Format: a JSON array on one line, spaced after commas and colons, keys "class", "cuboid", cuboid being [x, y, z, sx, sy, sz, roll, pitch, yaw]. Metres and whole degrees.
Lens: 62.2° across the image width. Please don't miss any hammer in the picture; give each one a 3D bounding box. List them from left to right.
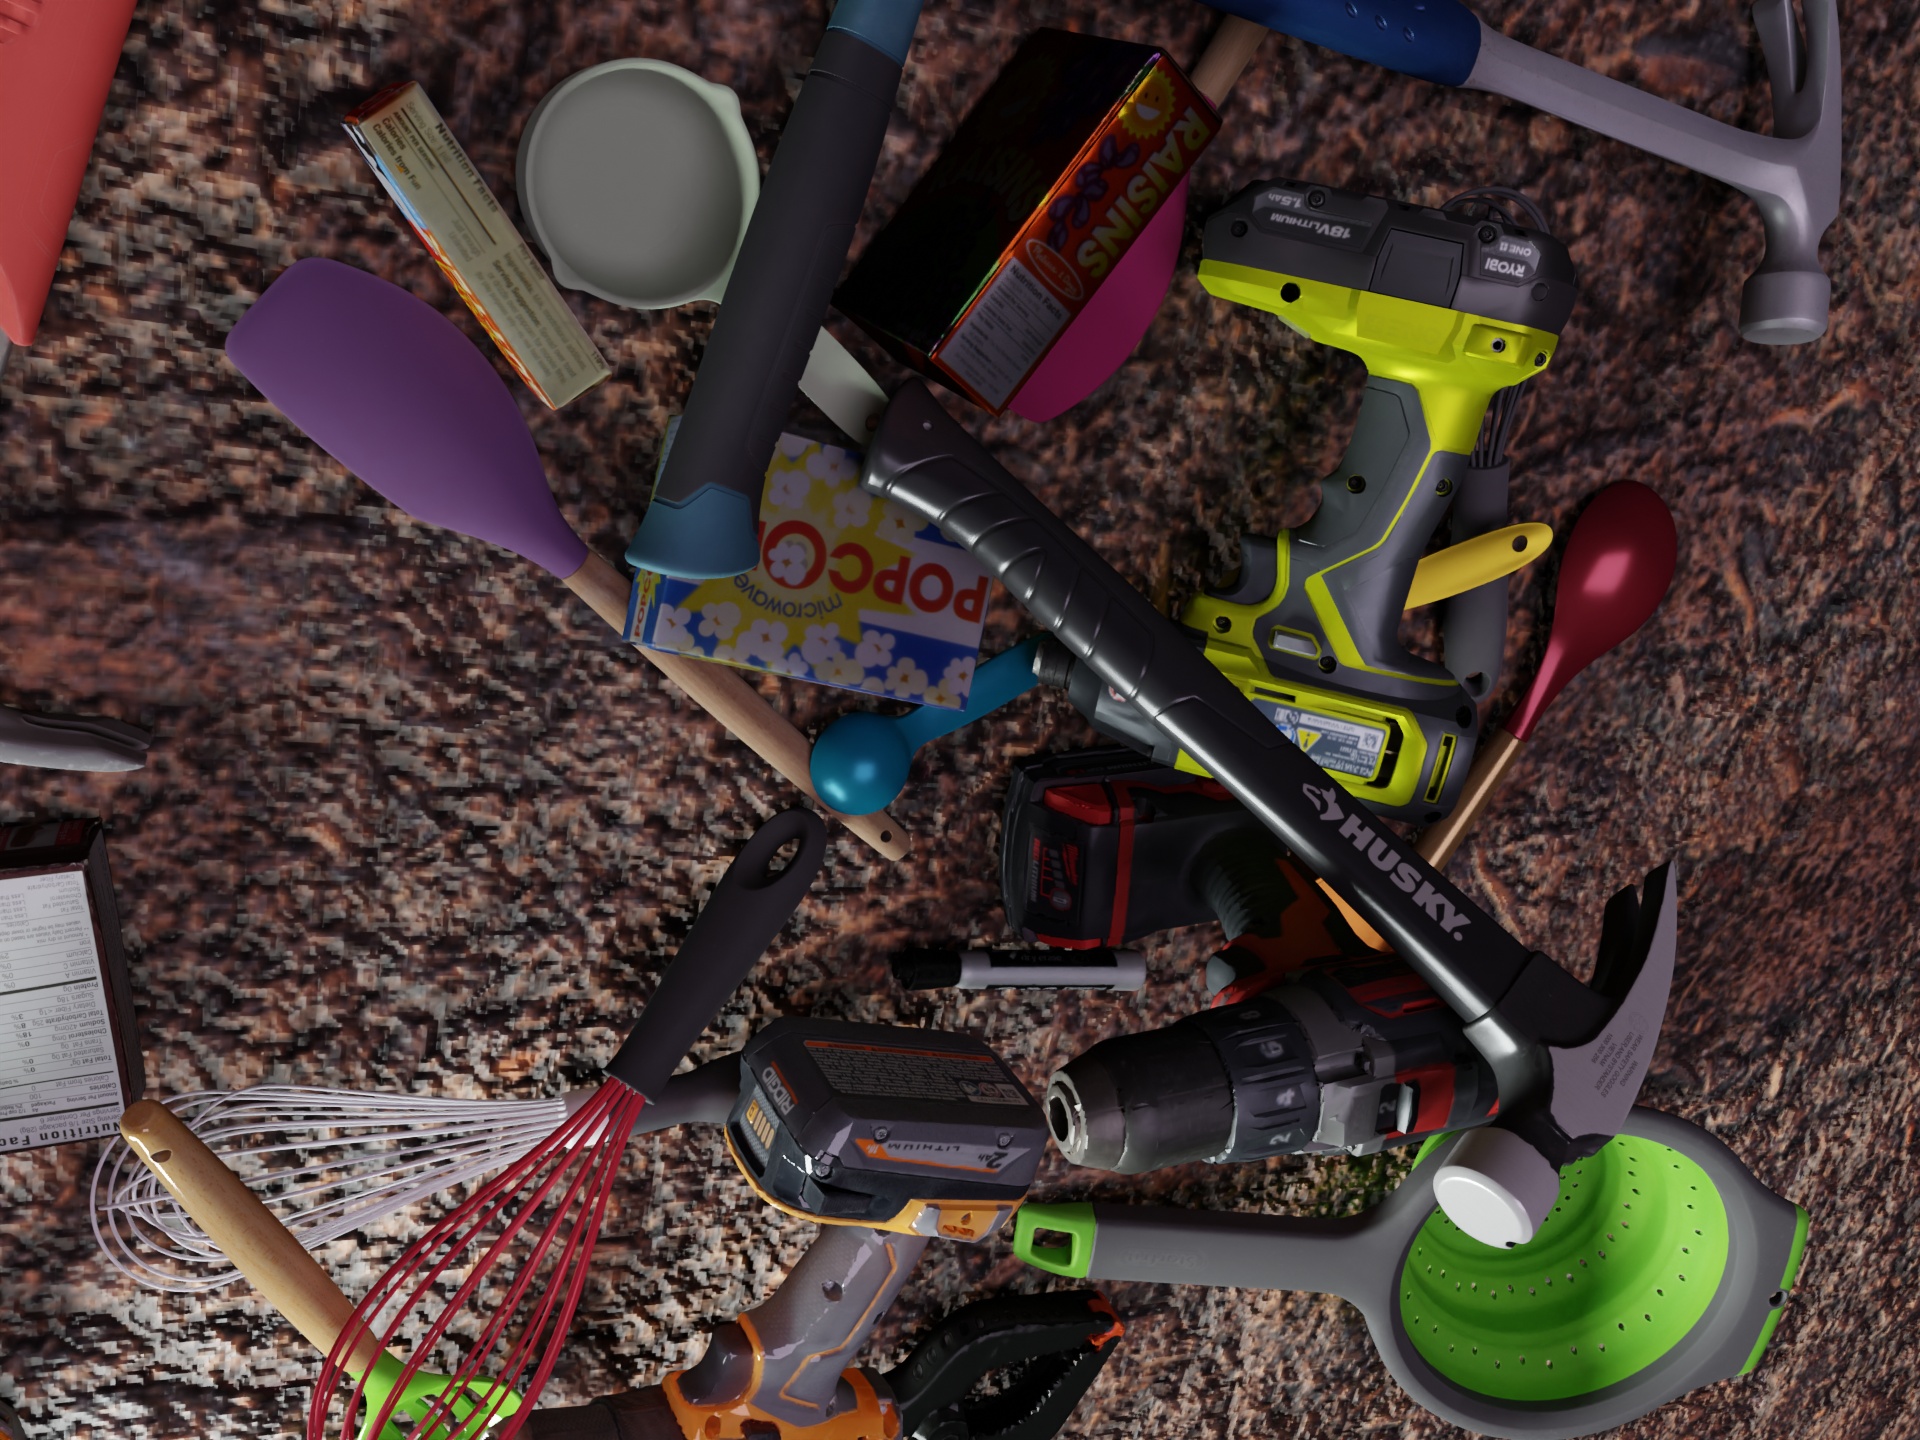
[{"class": "hammer", "cuboid": [-0.265, -0.158, 0.462, 0.149, 0.037, 0.359, 18, 104, -28]}, {"class": "hammer", "cuboid": [-0.034, -0.200, 0.509, 0.128, 0.033, 0.331, 16, 96, -38]}, {"class": "hammer", "cuboid": [0.094, 0.003, 0.533, 0.146, 0.335, 0.035, -40, 169, -33]}, {"class": "hammer", "cuboid": [0.190, -0.247, 0.579, 0.405, 0.035, 0.144, 5, 90, -29]}]

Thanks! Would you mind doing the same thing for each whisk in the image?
[{"class": "whisk", "cuboid": [-0.180, 0.163, 0.624, 0.284, 0.070, 0.070, -5, 113, -26]}, {"class": "whisk", "cuboid": [-0.134, 0.153, 0.590, 0.073, 0.073, 0.296, 46, 65, -31]}, {"class": "whisk", "cuboid": [0.222, -0.110, 0.686, 0.055, 0.055, 0.238, -19, 122, -15]}]

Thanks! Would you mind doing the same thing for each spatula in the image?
[{"class": "spatula", "cuboid": [-0.121, -0.043, 0.583, 0.060, 0.018, 0.315, -49, 120, -7]}]

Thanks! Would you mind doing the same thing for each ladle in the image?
[{"class": "ladle", "cuboid": [0.249, 0.028, 0.766, 0.069, 0.031, 0.315, 26, 101, -28]}]

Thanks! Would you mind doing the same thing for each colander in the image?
[{"class": "colander", "cuboid": [0.221, 0.256, 0.824, 0.397, 0.095, 0.204, 6, 110, -6]}]

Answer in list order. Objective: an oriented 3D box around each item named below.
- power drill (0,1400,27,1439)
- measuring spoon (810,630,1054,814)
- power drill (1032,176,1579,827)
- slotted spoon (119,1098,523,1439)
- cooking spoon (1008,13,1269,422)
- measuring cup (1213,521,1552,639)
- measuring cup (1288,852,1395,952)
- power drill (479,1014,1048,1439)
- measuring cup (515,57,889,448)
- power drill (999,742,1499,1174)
[{"class": "power drill", "cuboid": [-0.413, 0.251, 0.498, 0.084, 0.164, 0.226, -43, 119, -1]}, {"class": "measuring spoon", "cuboid": [-0.001, -0.002, 0.638, 0.128, 0.021, 0.042, -31, 117, -19]}, {"class": "power drill", "cuboid": [0.130, -0.083, 0.612, 0.171, 0.080, 0.223, 14, 105, 6]}, {"class": "slotted spoon", "cuboid": [-0.230, 0.223, 0.589, 0.070, 0.031, 0.313, -23, 139, -13]}, {"class": "cooking spoon", "cuboid": [0.103, -0.253, 0.589, 0.068, 0.017, 0.319, 27, 99, -39]}, {"class": "measuring cup", "cuboid": [0.178, -0.058, 0.684, 0.156, 0.029, 0.062, -19, 113, -5]}, {"class": "measuring cup", "cuboid": [0.216, 0.117, 0.750, 0.173, 0.052, 0.095, 27, 102, -13]}, {"class": "power drill", "cuboid": [-0.081, 0.235, 0.643, 0.185, 0.084, 0.226, 13, 107, -35]}, {"class": "measuring cup", "cuboid": [-0.080, -0.151, 0.545, 0.083, 0.038, 0.167, -49, 125, -2]}, {"class": "power drill", "cuboid": [0.088, 0.088, 0.604, 0.188, 0.227, 0.080, -6, 113, -21]}]
